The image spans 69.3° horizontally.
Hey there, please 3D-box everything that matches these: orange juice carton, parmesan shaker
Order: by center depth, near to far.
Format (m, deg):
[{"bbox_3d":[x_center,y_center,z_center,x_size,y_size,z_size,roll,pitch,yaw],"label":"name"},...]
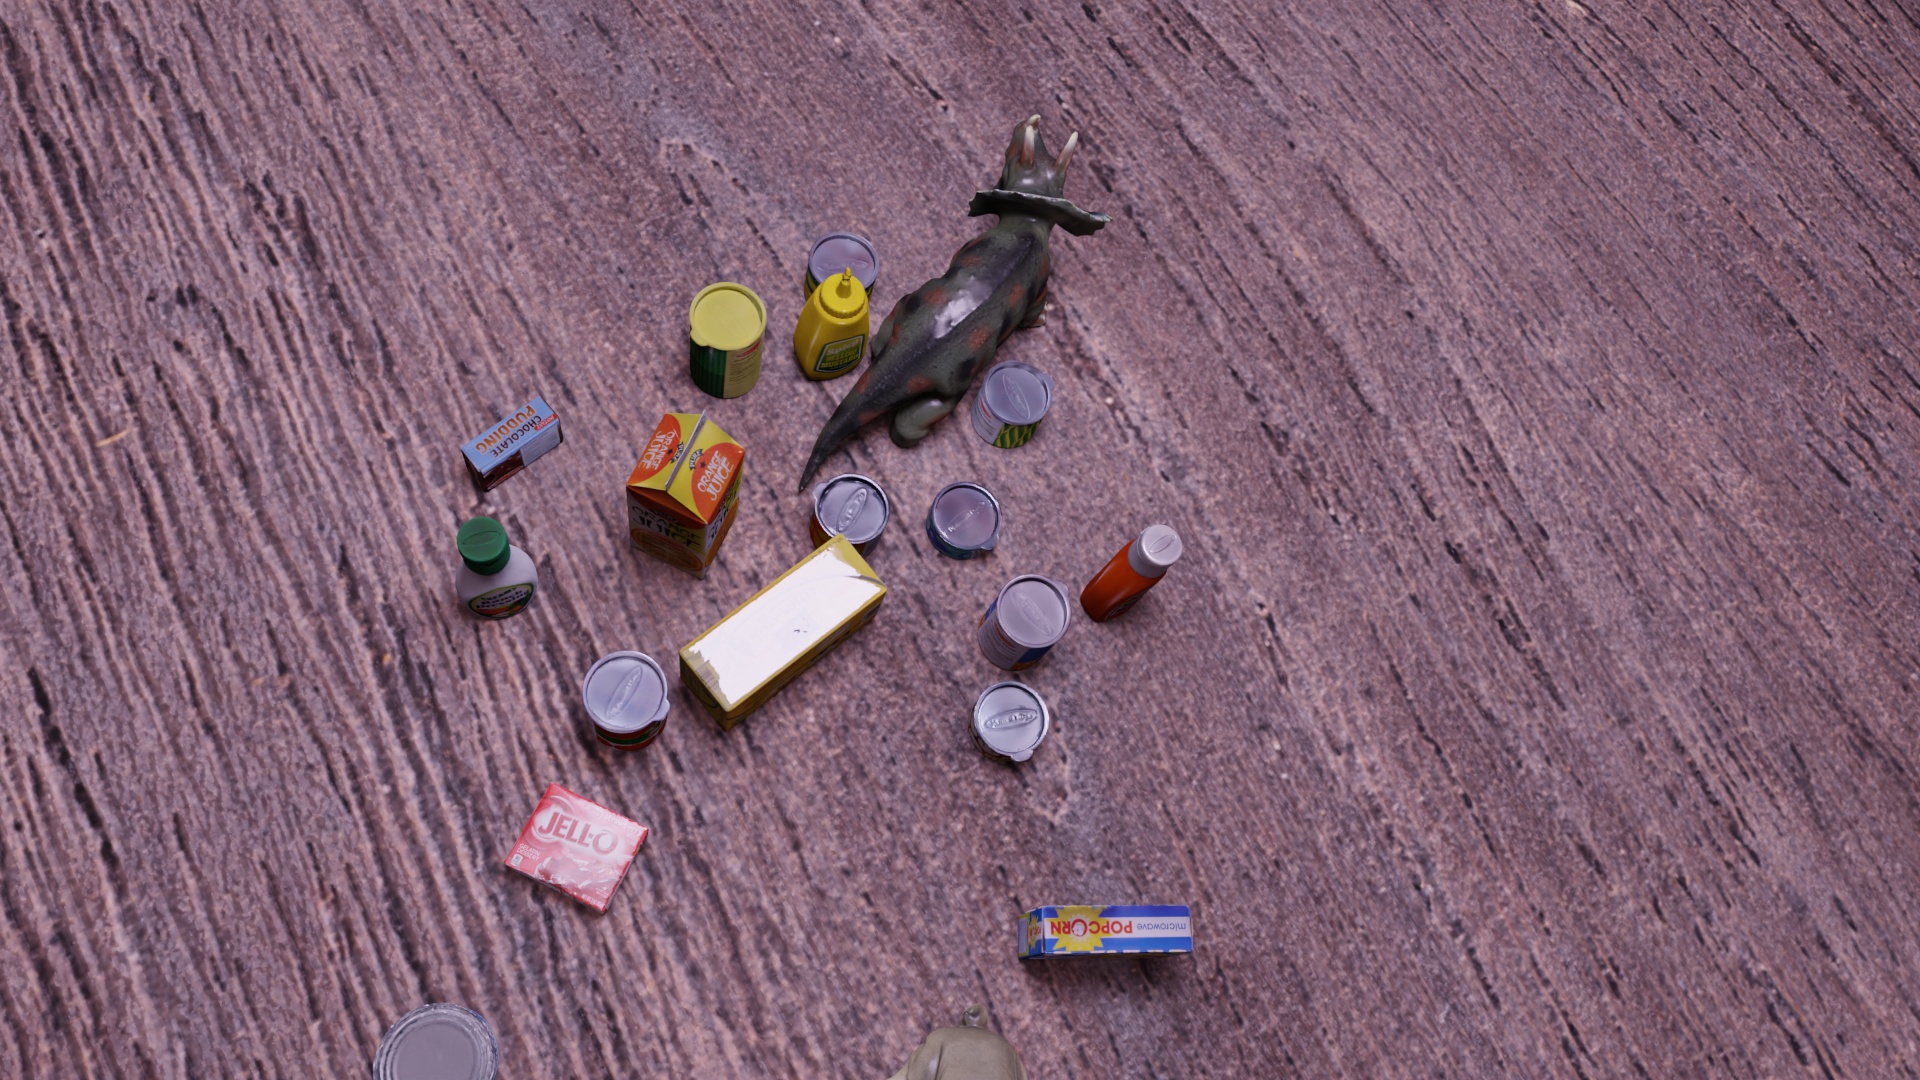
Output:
[{"bbox_3d":[-0.227,-0.040,1.145,0.073,0.192,0.072,25,68,-2],"label":"orange juice carton"},{"bbox_3d":[-0.212,-0.176,1.246,0.071,0.102,0.071,4,70,-10],"label":"parmesan shaker"}]

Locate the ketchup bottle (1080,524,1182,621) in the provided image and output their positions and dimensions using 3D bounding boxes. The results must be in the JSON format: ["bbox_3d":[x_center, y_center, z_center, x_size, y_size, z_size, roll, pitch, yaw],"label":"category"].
[{"bbox_3d":[0.153,0.027,1.223,0.065,0.148,0.043,-33,80,-20],"label":"ketchup bottle"}]

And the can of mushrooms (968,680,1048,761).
[{"bbox_3d":[0.042,0.161,1.213,0.071,0.033,0.071,4,70,-10],"label":"can of mushrooms"}]

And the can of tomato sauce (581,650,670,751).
[{"bbox_3d":[-0.270,0.133,1.132,0.071,0.082,0.071,4,70,-10],"label":"can of tomato sauce"}]

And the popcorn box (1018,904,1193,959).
[{"bbox_3d":[0.117,0.323,1.142,0.127,0.085,0.038,3,70,-11],"label":"popcorn box"}]

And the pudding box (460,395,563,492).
[{"bbox_3d":[-0.388,-0.083,1.204,0.084,0.049,0.030,-39,82,-21],"label":"pudding box"}]

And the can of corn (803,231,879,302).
[{"bbox_3d":[-0.113,-0.247,1.317,0.071,0.058,0.071,4,70,-10],"label":"can of corn"}]

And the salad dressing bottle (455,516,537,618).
[{"bbox_3d":[-0.376,0.022,1.115,0.064,0.147,0.044,-17,75,-17],"label":"salad dressing bottle"}]

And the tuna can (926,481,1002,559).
[{"bbox_3d":[0.005,-0.016,1.271,0.071,0.032,0.071,4,70,-10],"label":"tuna can"}]

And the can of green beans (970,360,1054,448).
[{"bbox_3d":[0.047,-0.127,1.307,0.071,0.057,0.071,4,70,-10],"label":"can of green beans"}]

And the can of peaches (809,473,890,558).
[{"bbox_3d":[-0.101,-0.020,1.237,0.071,0.058,0.071,4,70,-10],"label":"can of peaches"}]

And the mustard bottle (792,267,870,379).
[{"bbox_3d":[-0.112,-0.197,1.244,0.065,0.159,0.049,-19,76,-17],"label":"mustard bottle"}]

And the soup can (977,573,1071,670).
[{"bbox_3d":[0.057,0.072,1.222,0.071,0.083,0.071,4,70,-10],"label":"soup can"}]
